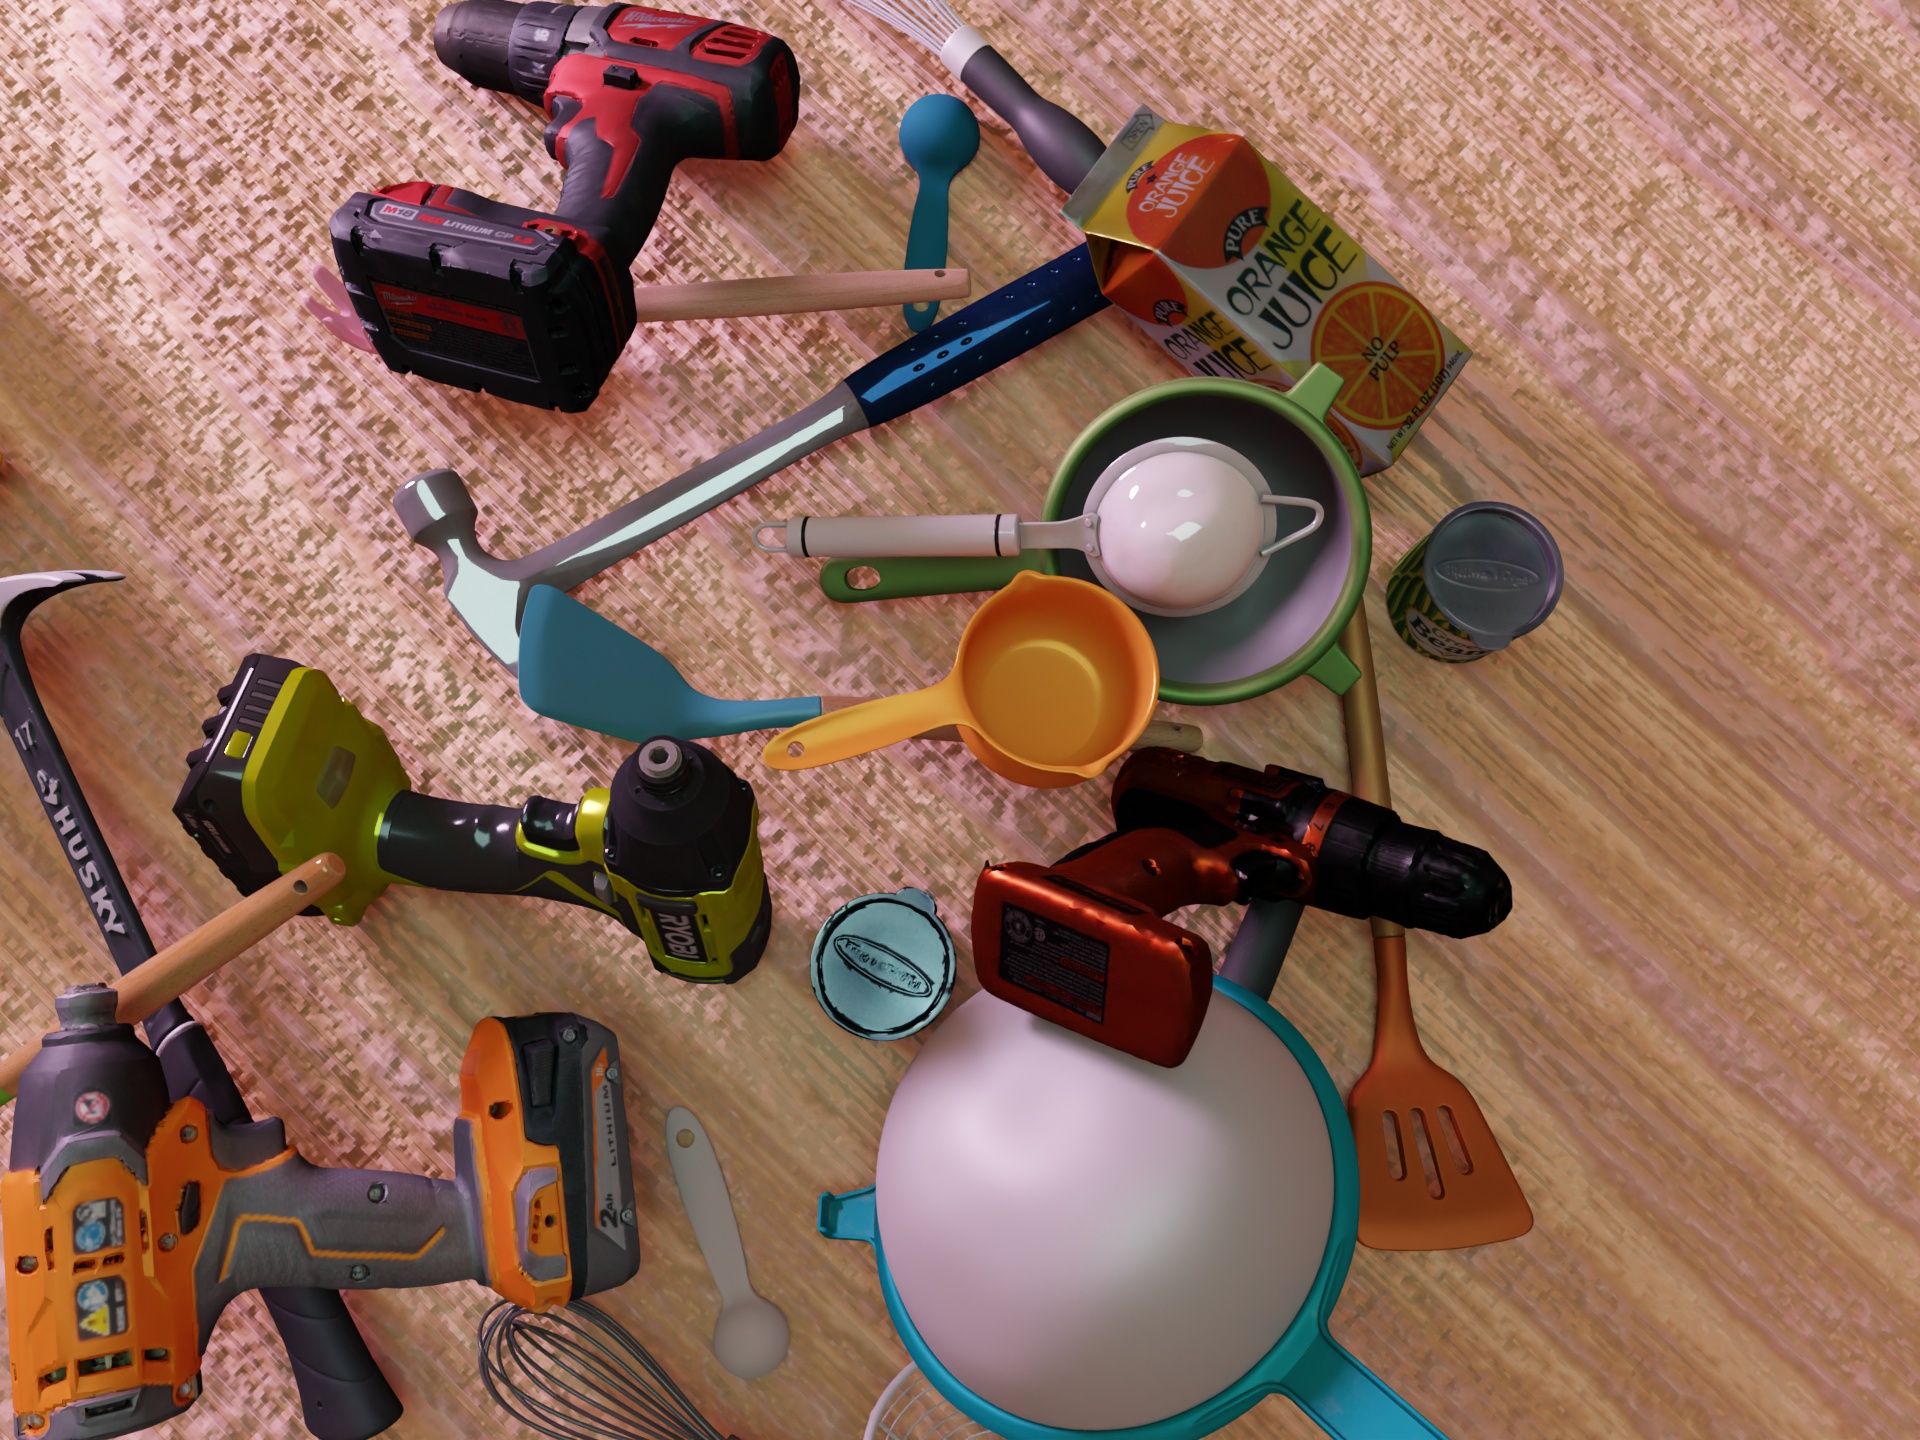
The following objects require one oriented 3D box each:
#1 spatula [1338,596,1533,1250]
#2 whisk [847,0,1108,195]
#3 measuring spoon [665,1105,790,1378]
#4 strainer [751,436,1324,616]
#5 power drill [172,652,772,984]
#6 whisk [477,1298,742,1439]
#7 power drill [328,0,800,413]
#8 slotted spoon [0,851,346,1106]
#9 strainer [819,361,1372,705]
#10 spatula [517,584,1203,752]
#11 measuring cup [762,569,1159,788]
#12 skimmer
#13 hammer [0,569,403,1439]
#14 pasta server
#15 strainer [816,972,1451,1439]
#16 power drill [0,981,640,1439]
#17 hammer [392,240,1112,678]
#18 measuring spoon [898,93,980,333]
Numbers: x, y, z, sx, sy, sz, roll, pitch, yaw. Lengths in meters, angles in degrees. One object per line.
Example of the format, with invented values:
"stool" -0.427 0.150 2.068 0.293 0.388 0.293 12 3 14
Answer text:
"spatula" 0.200 0.076 0.742 0.081 0.041 0.323 -4 79 -2
"whisk" -0.019 -0.354 0.792 0.070 0.070 0.285 -43 82 -9
"measuring spoon" -0.109 0.233 0.711 0.034 0.018 0.124 -20 80 -6
"strainer" 0.029 -0.080 0.708 0.258 0.050 0.086 1 121 13
"power drill" -0.195 0.042 0.668 0.223 0.171 0.080 9 60 4
"whisk" -0.102 0.313 0.670 0.239 0.055 0.055 27 80 10
"power drill" -0.198 -0.259 0.740 0.188 0.080 0.227 16 57 12
"slotted spoon" -0.376 0.135 0.657 0.314 0.031 0.070 -31 98 13
"strainer" 0.063 -0.083 0.758 0.256 0.069 0.151 -4 106 12
"spatula" -0.037 -0.009 0.722 0.317 0.044 0.082 4 41 -13
"measuring cup" -0.001 -0.002 0.690 0.173 0.052 0.095 -16 77 -9
"skimmer" 0.079 0.194 0.690 0.127 0.090 0.363 19 76 30
"hammer" -0.344 0.123 0.692 0.149 0.036 0.409 -29 86 26
"pasta server" -0.153 -0.204 0.759 0.316 0.040 0.060 -2 57 6
"strainer" 0.086 0.201 0.598 0.211 0.095 0.341 -46 48 -12
"power drill" -0.254 0.176 0.638 0.226 0.084 0.164 -4 83 -30
"hammer" -0.057 -0.142 0.770 0.405 0.035 0.144 -30 88 -9
"measuring spoon" -0.015 -0.259 0.802 0.042 0.021 0.129 6 81 -2
